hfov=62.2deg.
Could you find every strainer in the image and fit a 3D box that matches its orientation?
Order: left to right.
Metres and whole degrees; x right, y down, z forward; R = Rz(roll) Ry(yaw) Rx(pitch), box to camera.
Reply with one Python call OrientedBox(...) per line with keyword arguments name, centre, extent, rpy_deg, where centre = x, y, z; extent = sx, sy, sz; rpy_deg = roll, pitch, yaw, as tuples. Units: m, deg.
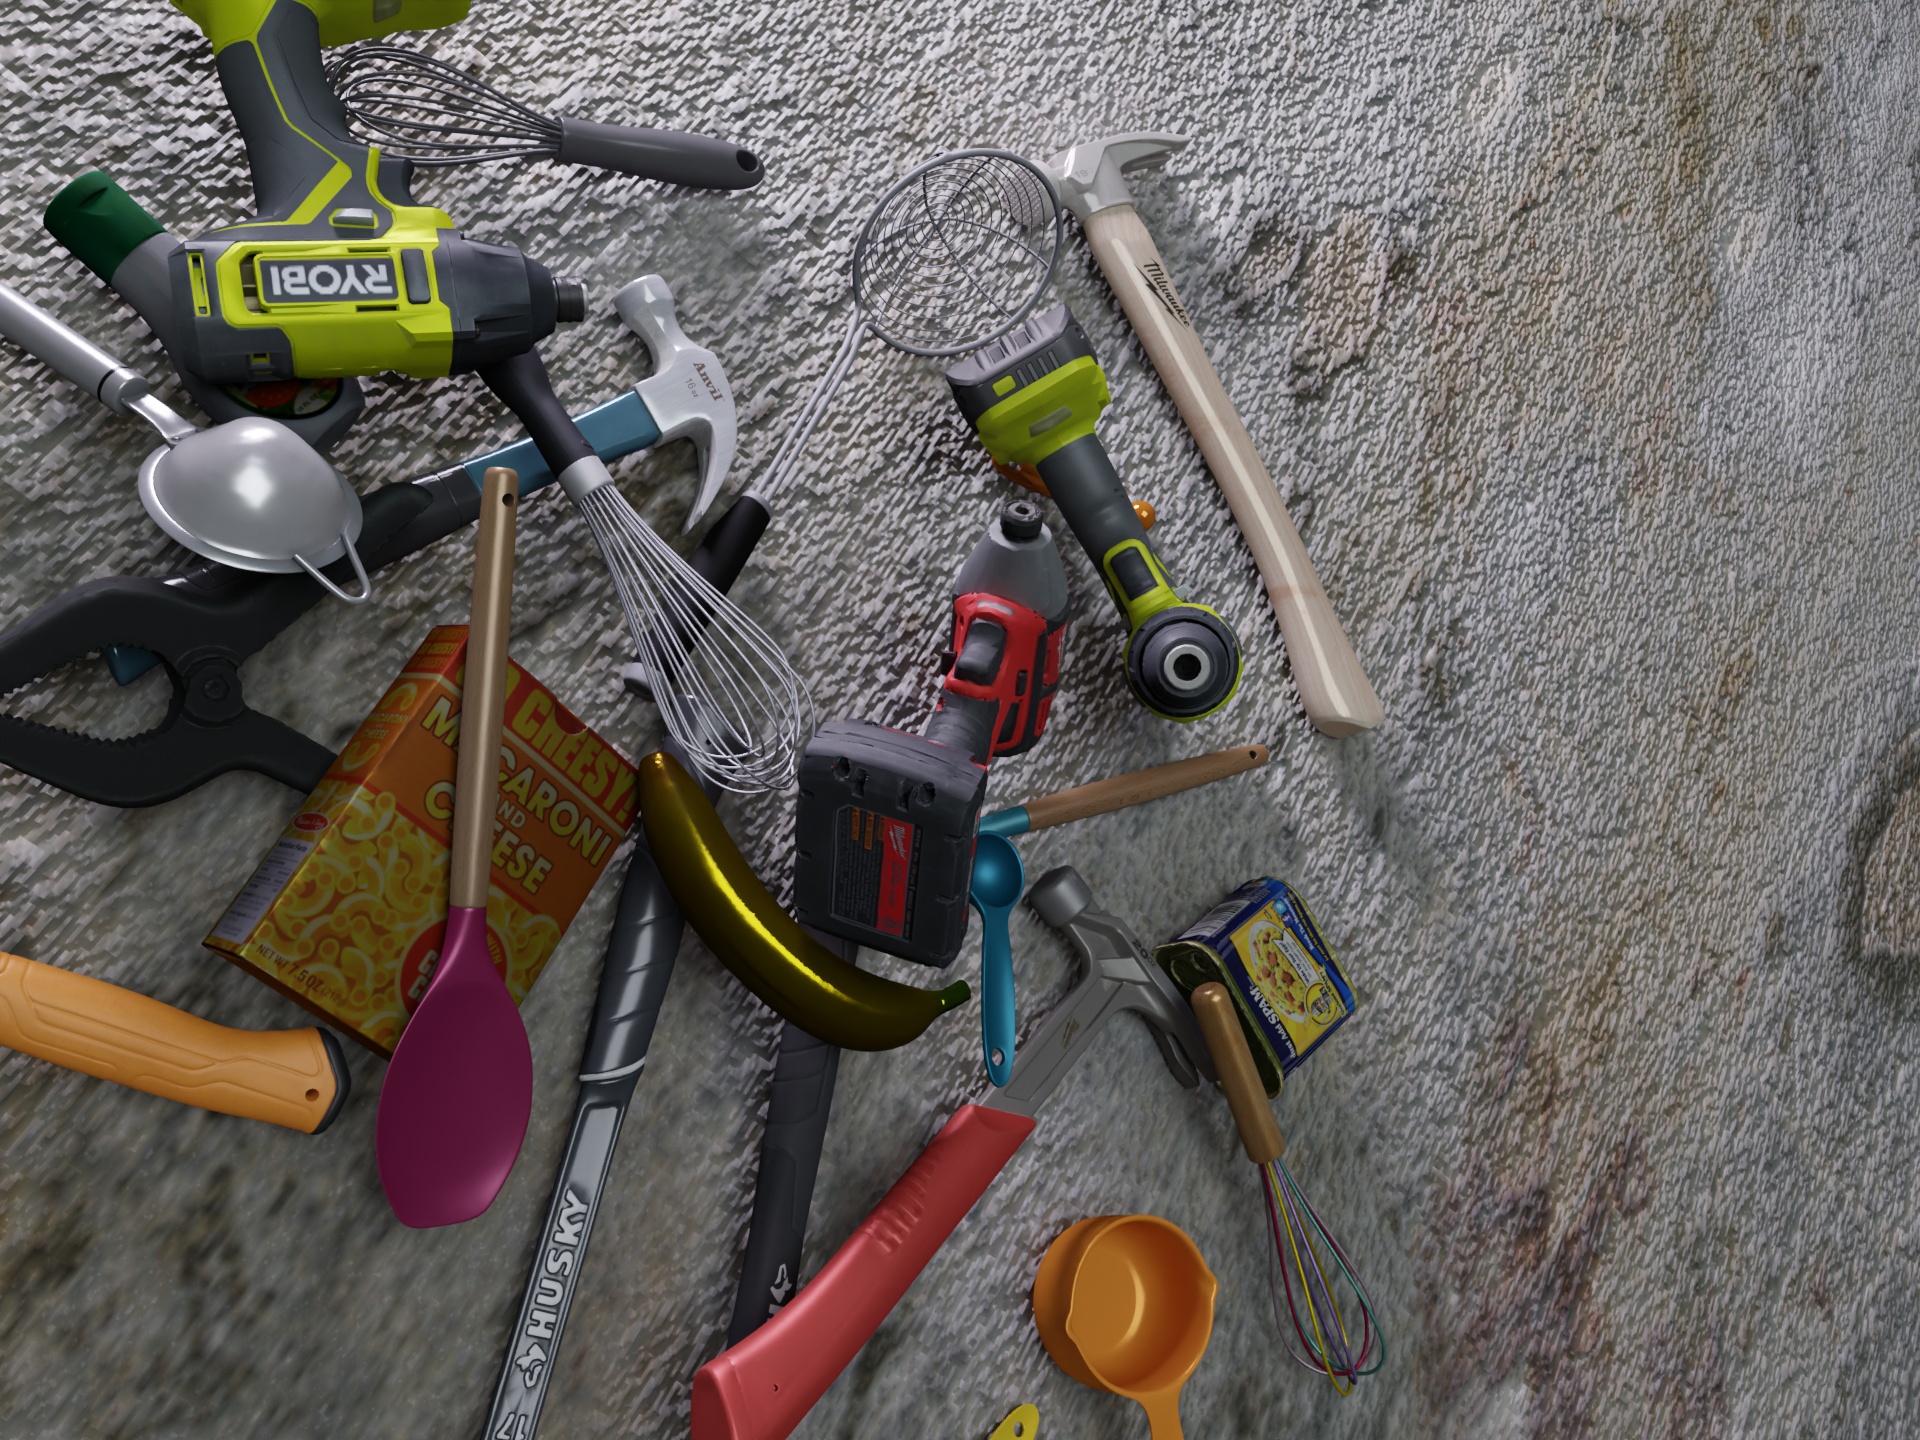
OrientedBox(name="strainer", centre=(-0.344, -0.135, 0.665), extent=(0.258, 0.050, 0.087), rpy_deg=(33, 37, 10))

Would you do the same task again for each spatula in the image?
OrientedBox(name="spatula", centre=(0.061, 0.048, 0.886), extent=(0.317, 0.044, 0.082), rpy_deg=(-13, 78, -33))

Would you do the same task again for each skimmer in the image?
OrientedBox(name="skimmer", centre=(-0.058, -0.157, 0.848), extent=(0.363, 0.090, 0.127), rpy_deg=(-63, 148, -23))

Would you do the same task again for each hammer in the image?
OrientedBox(name="hammer", centre=(-0.396, 0.100, 0.593), extent=(0.336, 0.034, 0.127), rpy_deg=(28, 75, -30))
OrientedBox(name="hammer", centre=(-0.248, -0.106, 0.761), extent=(0.331, 0.033, 0.128), rpy_deg=(-32, 92, -32))
OrientedBox(name="hammer", centre=(-0.170, 0.178, 0.726), extent=(0.149, 0.036, 0.409), rpy_deg=(21, 67, -22))
OrientedBox(name="hammer", centre=(-0.080, 0.227, 0.747), extent=(0.146, 0.035, 0.335), rpy_deg=(34, 54, -41))
OrientedBox(name="hammer", centre=(0.004, 0.222, 0.768), extent=(0.149, 0.036, 0.359), rpy_deg=(54, 45, -5))
OrientedBox(name="hammer", centre=(0.174, -0.183, 1.019), extent=(0.146, 0.038, 0.410), rpy_deg=(-27, 91, -33))

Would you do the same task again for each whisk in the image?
OrientedBox(name="whisk", centre=(-0.211, -0.307, 0.833), extent=(0.239, 0.055, 0.055), rpy_deg=(-2, 78, -34))
OrientedBox(name="whisk", centre=(-0.159, -0.086, 0.754), extent=(0.070, 0.070, 0.284), rpy_deg=(-31, 86, -32))
OrientedBox(name="whisk", centre=(0.176, 0.258, 0.869), extent=(0.047, 0.051, 0.245), rpy_deg=(-26, 99, -39))

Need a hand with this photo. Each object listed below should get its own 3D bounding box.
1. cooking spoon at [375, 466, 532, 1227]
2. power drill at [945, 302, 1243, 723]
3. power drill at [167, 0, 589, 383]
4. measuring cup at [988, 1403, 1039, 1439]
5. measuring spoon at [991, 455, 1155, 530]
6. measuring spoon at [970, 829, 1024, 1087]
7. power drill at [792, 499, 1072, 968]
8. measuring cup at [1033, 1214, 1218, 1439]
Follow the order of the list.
OrientedBox(name="cooking spoon", centre=(-0.205, 0.052, 0.670), extent=(0.068, 0.017, 0.319), rpy_deg=(5, 89, -43))
OrientedBox(name="power drill", centre=(0.081, -0.102, 0.861), extent=(0.080, 0.190, 0.228), rpy_deg=(-29, 90, 8))
OrientedBox(name="power drill", centre=(-0.267, -0.263, 0.711), extent=(0.171, 0.080, 0.223), rpy_deg=(-8, 82, -22))
OrientedBox(name="measuring cup", centre=(-0.014, 0.389, 0.766), extent=(0.156, 0.029, 0.062), rpy_deg=(-37, 97, -44))
OrientedBox(name="measuring spoon", centre=(0.071, -0.141, 0.962), extent=(0.116, 0.011, 0.021), rpy_deg=(17, 68, -24))
OrientedBox(name="measuring spoon", centre=(0.012, 0.119, 0.798), extent=(0.042, 0.021, 0.129), rpy_deg=(14, 66, -37))
OrientedBox(name="power drill", centre=(-0.001, -0.002, 0.761), extent=(0.078, 0.143, 0.220), rpy_deg=(16, 41, 11))
OrientedBox(name="measuring cup", centre=(0.088, 0.341, 0.816), extent=(0.095, 0.052, 0.174), rpy_deg=(-5, 81, -30))
